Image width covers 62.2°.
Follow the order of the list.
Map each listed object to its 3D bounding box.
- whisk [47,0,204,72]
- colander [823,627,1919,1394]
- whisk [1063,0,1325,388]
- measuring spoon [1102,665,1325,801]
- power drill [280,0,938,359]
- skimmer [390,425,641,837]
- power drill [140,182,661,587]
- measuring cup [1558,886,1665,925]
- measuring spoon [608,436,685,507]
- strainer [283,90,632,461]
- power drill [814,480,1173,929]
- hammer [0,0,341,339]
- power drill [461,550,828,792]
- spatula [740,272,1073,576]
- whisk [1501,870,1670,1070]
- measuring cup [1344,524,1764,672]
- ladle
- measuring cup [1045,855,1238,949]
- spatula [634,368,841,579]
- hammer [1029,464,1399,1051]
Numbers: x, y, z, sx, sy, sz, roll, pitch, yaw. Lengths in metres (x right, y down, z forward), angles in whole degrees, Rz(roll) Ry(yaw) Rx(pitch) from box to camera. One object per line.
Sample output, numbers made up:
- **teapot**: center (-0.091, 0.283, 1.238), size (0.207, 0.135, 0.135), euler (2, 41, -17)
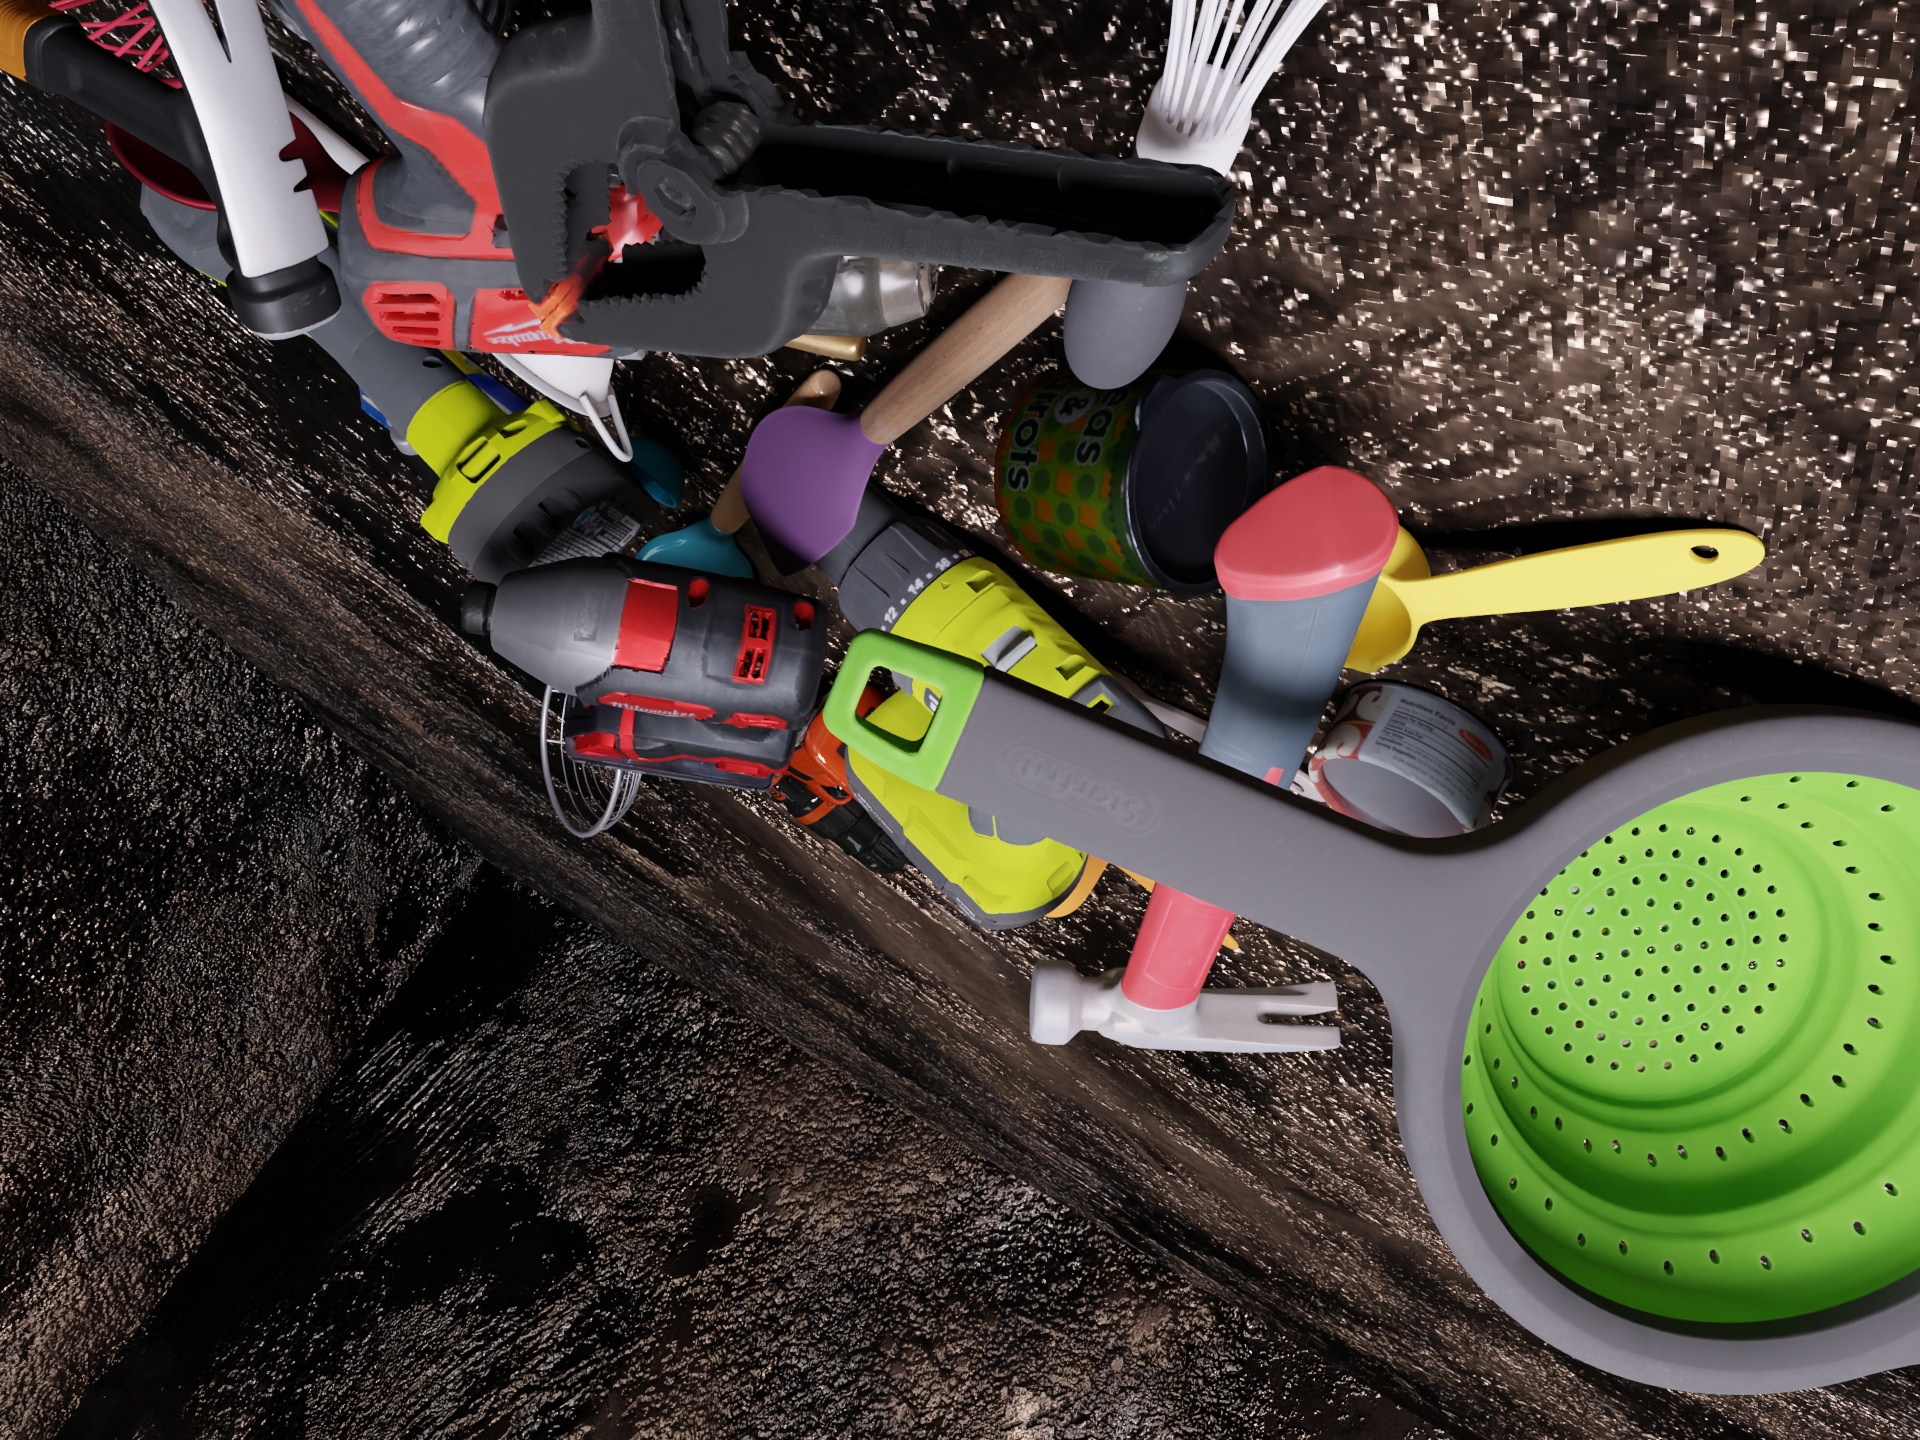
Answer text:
- **whisk**: center (-0.286, -0.276, 0.585), size (0.296, 0.073, 0.073), euler (12, 152, 38)
- **colander**: center (0.151, 0.055, 0.472), size (0.397, 0.204, 0.094), euler (23, -166, -4)
- **whisk**: center (0.055, -0.139, 0.318), size (0.070, 0.070, 0.284), euler (33, 163, 4)
- **measuring spoon**: center (0.101, 0.010, 0.687), size (0.124, 0.018, 0.034), euler (28, 161, 26)
- **power drill**: center (-0.108, -0.182, 0.434), size (0.188, 0.080, 0.226), euler (4, 154, 8)
- **skimmer**: center (-0.275, -0.048, 0.959), size (0.127, 0.090, 0.363), euler (61, 175, 30)
- **power drill**: center (-0.248, -0.156, 0.730), size (0.223, 0.080, 0.171), euler (45, 180, 2)
- **measuring cup**: center (0.211, 0.081, 0.646), size (0.083, 0.038, 0.168), euler (42, 161, -22)
- **measuring spoon**: center (-0.165, -0.128, 0.816), size (0.042, 0.021, 0.129), euler (41, 170, -19)
- **strainer**: center (-0.227, -0.209, 0.674), size (0.258, 0.050, 0.087), euler (39, -163, 4)
- **power drill**: center (-0.001, -0.002, 0.731), size (0.191, 0.080, 0.228), euler (44, 163, 14)
- **hammer**: center (-0.328, -0.244, 0.551), size (0.337, 0.034, 0.127), euler (32, 141, 31)
- **power drill**: center (-0.134, -0.023, 0.711), size (0.143, 0.078, 0.219), euler (9, 171, -5)
- **spatula**: center (-0.019, -0.112, 0.544), size (0.316, 0.018, 0.060), euler (-21, 95, 61)
- **whisk**: center (0.247, 0.114, 0.618), size (0.051, 0.047, 0.244), euler (-7, 151, 32)
- **measuring cup**: center (0.153, -0.047, 0.463), size (0.156, 0.029, 0.062), euler (-5, 139, 45)
- **ladle**: center (-0.182, -0.185, 0.603), size (0.315, 0.069, 0.031), euler (19, 144, 11)
- **measuring cup**: center (0.073, 0.096, 0.897), size (0.173, 0.052, 0.095), euler (35, 162, 6)
- **spatula**: center (-0.106, -0.092, 0.751), size (0.082, 0.044, 0.317), euler (17, 165, -16)
- **hammer**: center (0.109, 0.044, 0.580), size (0.143, 0.038, 0.386), euler (3, 150, -1)
